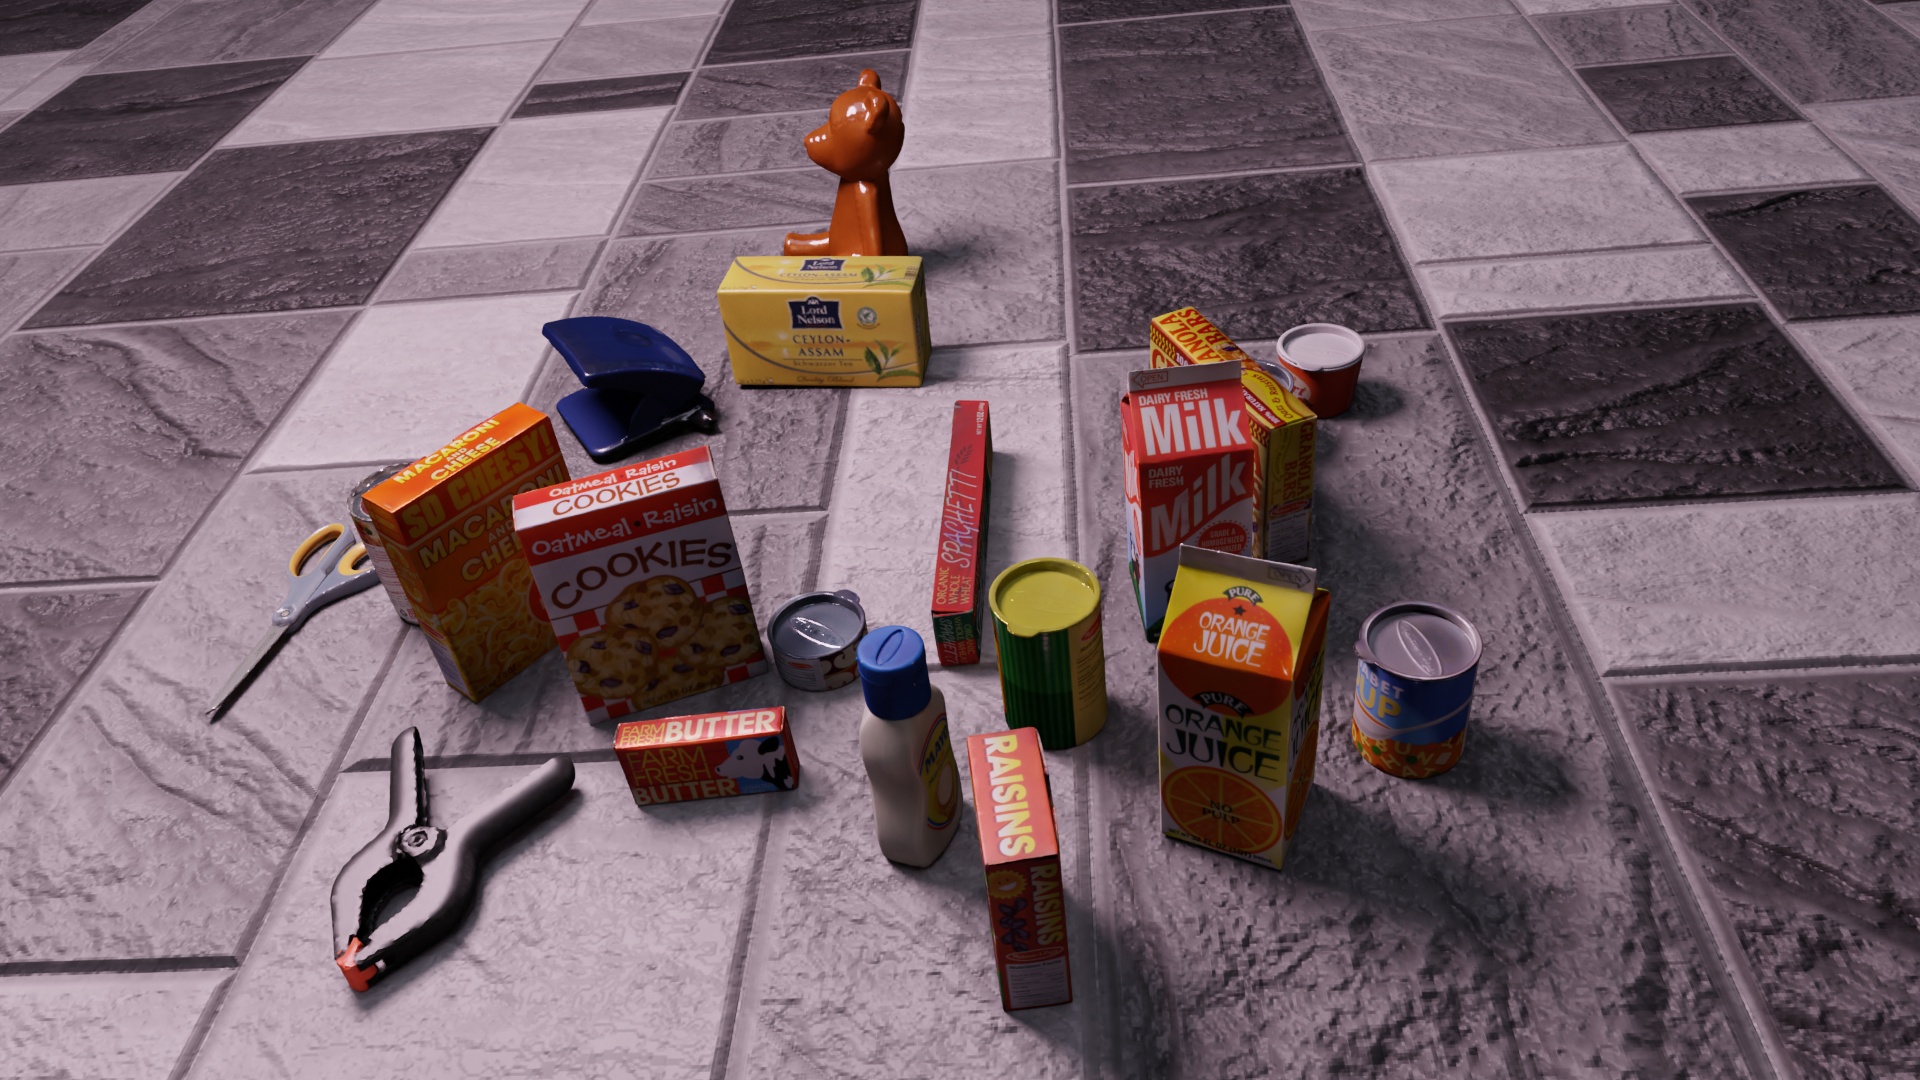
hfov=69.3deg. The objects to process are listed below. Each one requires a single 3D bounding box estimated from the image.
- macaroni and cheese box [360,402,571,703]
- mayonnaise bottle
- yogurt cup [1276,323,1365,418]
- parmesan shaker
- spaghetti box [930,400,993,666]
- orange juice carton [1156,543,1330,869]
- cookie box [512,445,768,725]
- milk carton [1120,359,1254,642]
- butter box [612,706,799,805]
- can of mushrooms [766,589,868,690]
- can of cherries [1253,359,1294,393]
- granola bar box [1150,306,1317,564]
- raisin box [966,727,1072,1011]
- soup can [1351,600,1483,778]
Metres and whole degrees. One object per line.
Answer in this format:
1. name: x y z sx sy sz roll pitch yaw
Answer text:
1. macaroni and cheese box: -0.312 0.008 0.933 0.040 0.165 0.124 23 47 32
2. mayonnaise bottle: -0.029 0.113 0.772 0.041 0.147 0.065 10 42 21
3. yogurt cup: 0.286 -0.134 1.105 0.072 0.053 0.073 -4 39 4
4. parmesan shaker: 0.053 0.072 0.847 0.071 0.102 0.072 -4 39 4
5. spaghetti box: 0.004 -0.013 1.002 0.029 0.050 0.251 -3 39 6
6. orange juice carton: 0.152 0.082 0.747 0.072 0.191 0.073 13 43 24
7. cookie box: -0.200 0.030 0.887 0.123 0.166 0.040 -16 39 -10
8. milk carton: 0.145 -0.031 0.891 0.072 0.189 0.074 -7 38 1
9. butter box: -0.153 0.131 0.845 0.103 0.052 0.024 -6 38 2
10. can of mushrooms: -0.093 0.066 0.932 0.071 0.033 0.071 -4 39 4
11. can of cherries: 0.219 -0.097 1.066 0.071 0.058 0.072 -4 39 4
12. granola bar box: 0.190 -0.074 0.990 0.039 0.123 0.166 -18 40 -13
13. raisin box: 0.031 0.169 0.713 0.040 0.122 0.086 -8 38 0
14. soup can: 0.261 0.087 0.809 0.071 0.083 0.072 -4 39 4
